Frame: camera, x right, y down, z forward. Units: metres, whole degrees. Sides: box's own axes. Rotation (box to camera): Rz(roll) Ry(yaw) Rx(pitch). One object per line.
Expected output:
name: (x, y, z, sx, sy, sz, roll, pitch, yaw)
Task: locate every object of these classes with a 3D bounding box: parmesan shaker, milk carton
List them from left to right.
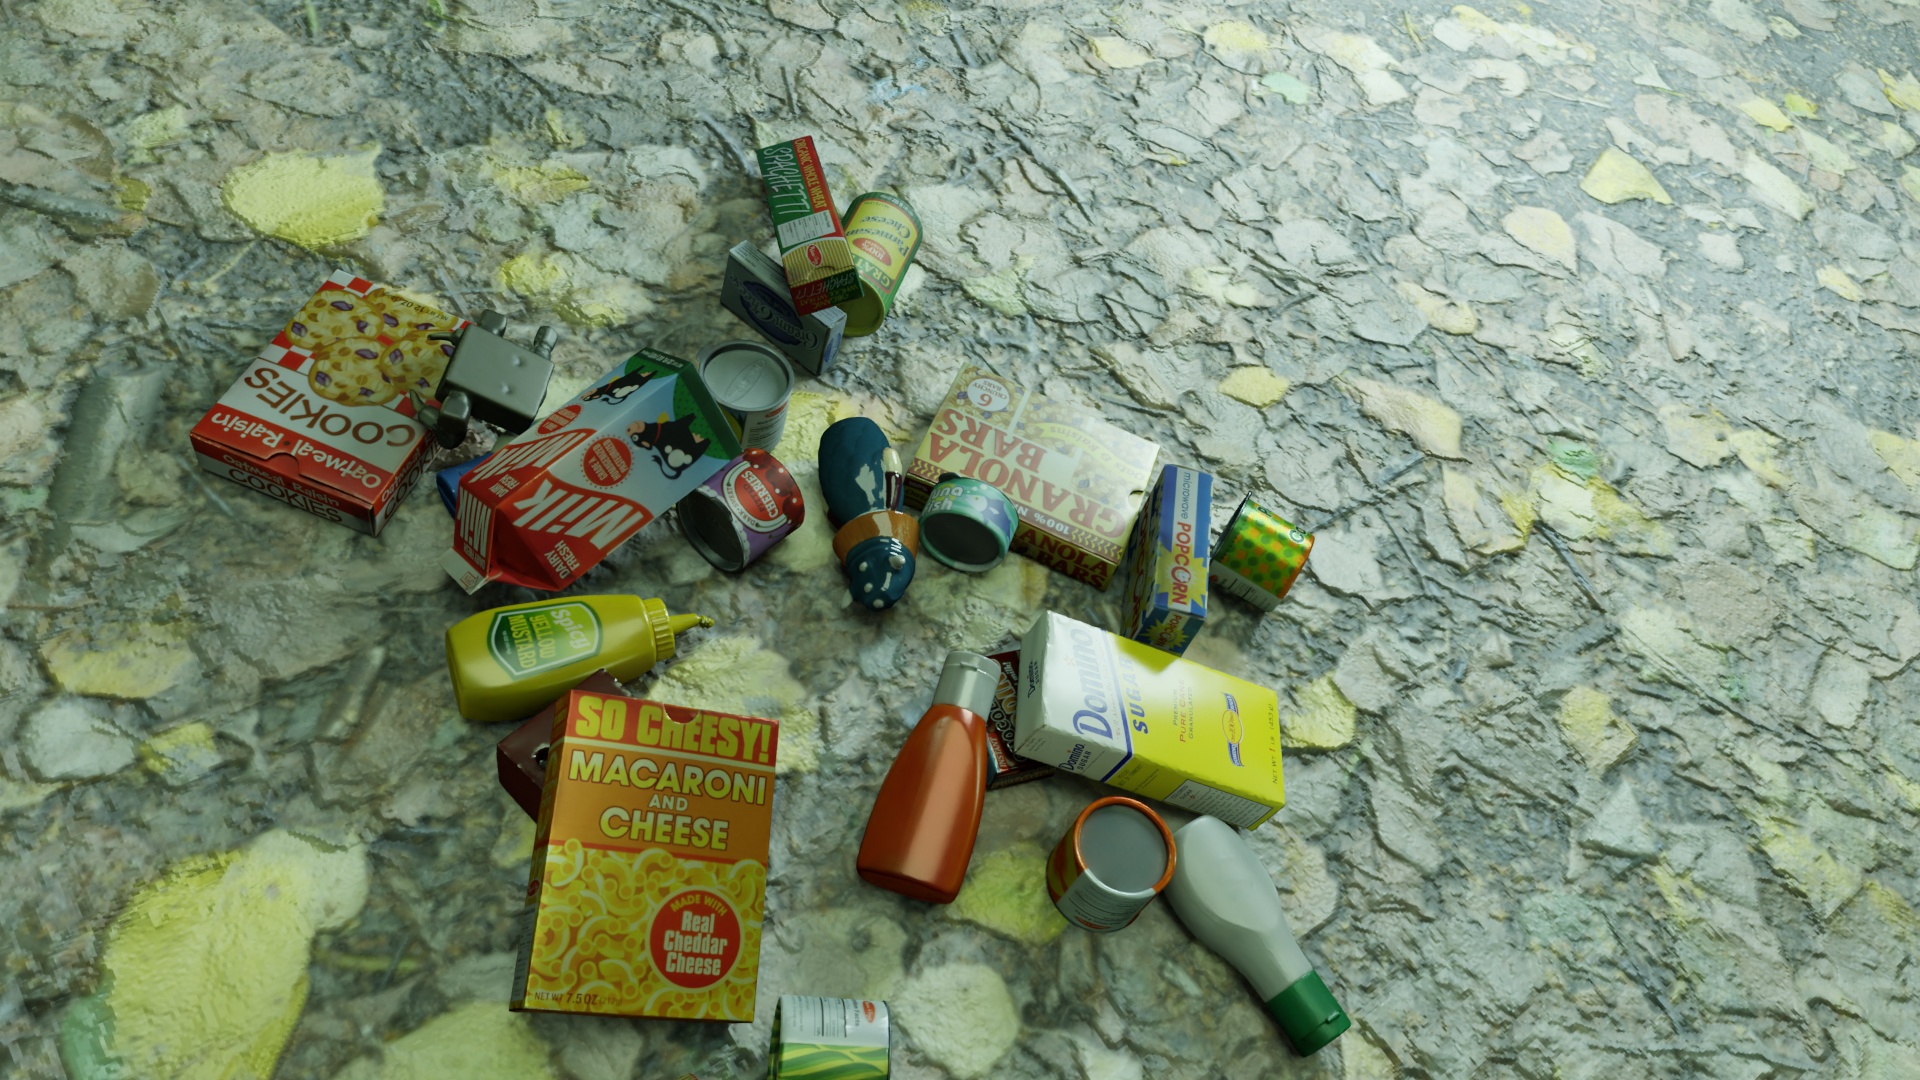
milk carton: (-0.241, -0.036, 0.877, 0.191, 0.073, 0.072, -40, 35, -20)
parmesan shaker: (-0.077, -0.219, 1.089, 0.071, 0.071, 0.103, 21, 52, -1)

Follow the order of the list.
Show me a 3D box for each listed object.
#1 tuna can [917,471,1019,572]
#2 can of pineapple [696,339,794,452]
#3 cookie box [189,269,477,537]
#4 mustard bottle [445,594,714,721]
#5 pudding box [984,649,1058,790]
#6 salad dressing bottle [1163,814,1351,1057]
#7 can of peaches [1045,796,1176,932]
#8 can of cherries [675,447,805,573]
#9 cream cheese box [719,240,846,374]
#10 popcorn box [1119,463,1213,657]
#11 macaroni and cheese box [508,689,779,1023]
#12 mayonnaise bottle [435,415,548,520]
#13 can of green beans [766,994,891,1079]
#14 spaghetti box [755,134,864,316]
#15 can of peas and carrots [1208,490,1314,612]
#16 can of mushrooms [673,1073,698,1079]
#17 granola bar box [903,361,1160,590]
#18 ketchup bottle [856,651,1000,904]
tuna can: (0.003, -0.012, 0.963, 0.071, 0.070, 0.033, 23, 53, 1)
can of pineapple: (-0.156, -0.101, 0.987, 0.071, 0.057, 0.071, 8, 53, -11)
cookie box: (-0.402, -0.095, 0.922, 0.123, 0.040, 0.168, 22, 52, -1)
mustard bottle: (-0.230, 0.063, 0.854, 0.161, 0.048, 0.065, -13, 62, -24)
pudding box: (0.028, 0.116, 0.903, 0.050, 0.030, 0.084, -9, 58, -21)
salad dressing bottle: (0.178, 0.241, 0.850, 0.064, 0.043, 0.148, -20, 64, -33)
can of peaches: (0.091, 0.195, 0.847, 0.071, 0.057, 0.071, 8, 54, -11)
can of cherries: (-0.145, -0.021, 0.925, 0.071, 0.071, 0.059, 42, 54, 15)
cream cheese box: (-0.135, -0.176, 1.050, 0.104, 0.053, 0.024, 38, 52, 12)
popcorn box: (0.143, 0.021, 0.970, 0.038, 0.084, 0.127, 14, 53, -5)
macaroni and cheese box: (-0.168, 0.173, 0.758, 0.124, 0.040, 0.167, 13, 66, -25)
mayonnaise bottle: (-0.273, -0.057, 0.932, 0.149, 0.041, 0.065, -28, 66, -31)
can of green beans: (-0.071, 0.277, 0.736, 0.058, 0.071, 0.071, 7, 54, -10)
spaghetti box: (-0.119, -0.248, 1.066, 0.050, 0.028, 0.251, -17, 39, -2)
can of peas and carrots: (0.218, 0.008, 1.011, 0.059, 0.070, 0.071, 31, 53, 6)
can of mushrooms: (-0.139, 0.303, 0.696, 0.033, 0.070, 0.071, -18, 62, -27)
granola bar box: (0.053, -0.050, 1.024, 0.165, 0.038, 0.125, 23, 53, 1)
ketchup bottle: (-0.012, 0.141, 0.846, 0.065, 0.043, 0.149, 14, 64, 9)
